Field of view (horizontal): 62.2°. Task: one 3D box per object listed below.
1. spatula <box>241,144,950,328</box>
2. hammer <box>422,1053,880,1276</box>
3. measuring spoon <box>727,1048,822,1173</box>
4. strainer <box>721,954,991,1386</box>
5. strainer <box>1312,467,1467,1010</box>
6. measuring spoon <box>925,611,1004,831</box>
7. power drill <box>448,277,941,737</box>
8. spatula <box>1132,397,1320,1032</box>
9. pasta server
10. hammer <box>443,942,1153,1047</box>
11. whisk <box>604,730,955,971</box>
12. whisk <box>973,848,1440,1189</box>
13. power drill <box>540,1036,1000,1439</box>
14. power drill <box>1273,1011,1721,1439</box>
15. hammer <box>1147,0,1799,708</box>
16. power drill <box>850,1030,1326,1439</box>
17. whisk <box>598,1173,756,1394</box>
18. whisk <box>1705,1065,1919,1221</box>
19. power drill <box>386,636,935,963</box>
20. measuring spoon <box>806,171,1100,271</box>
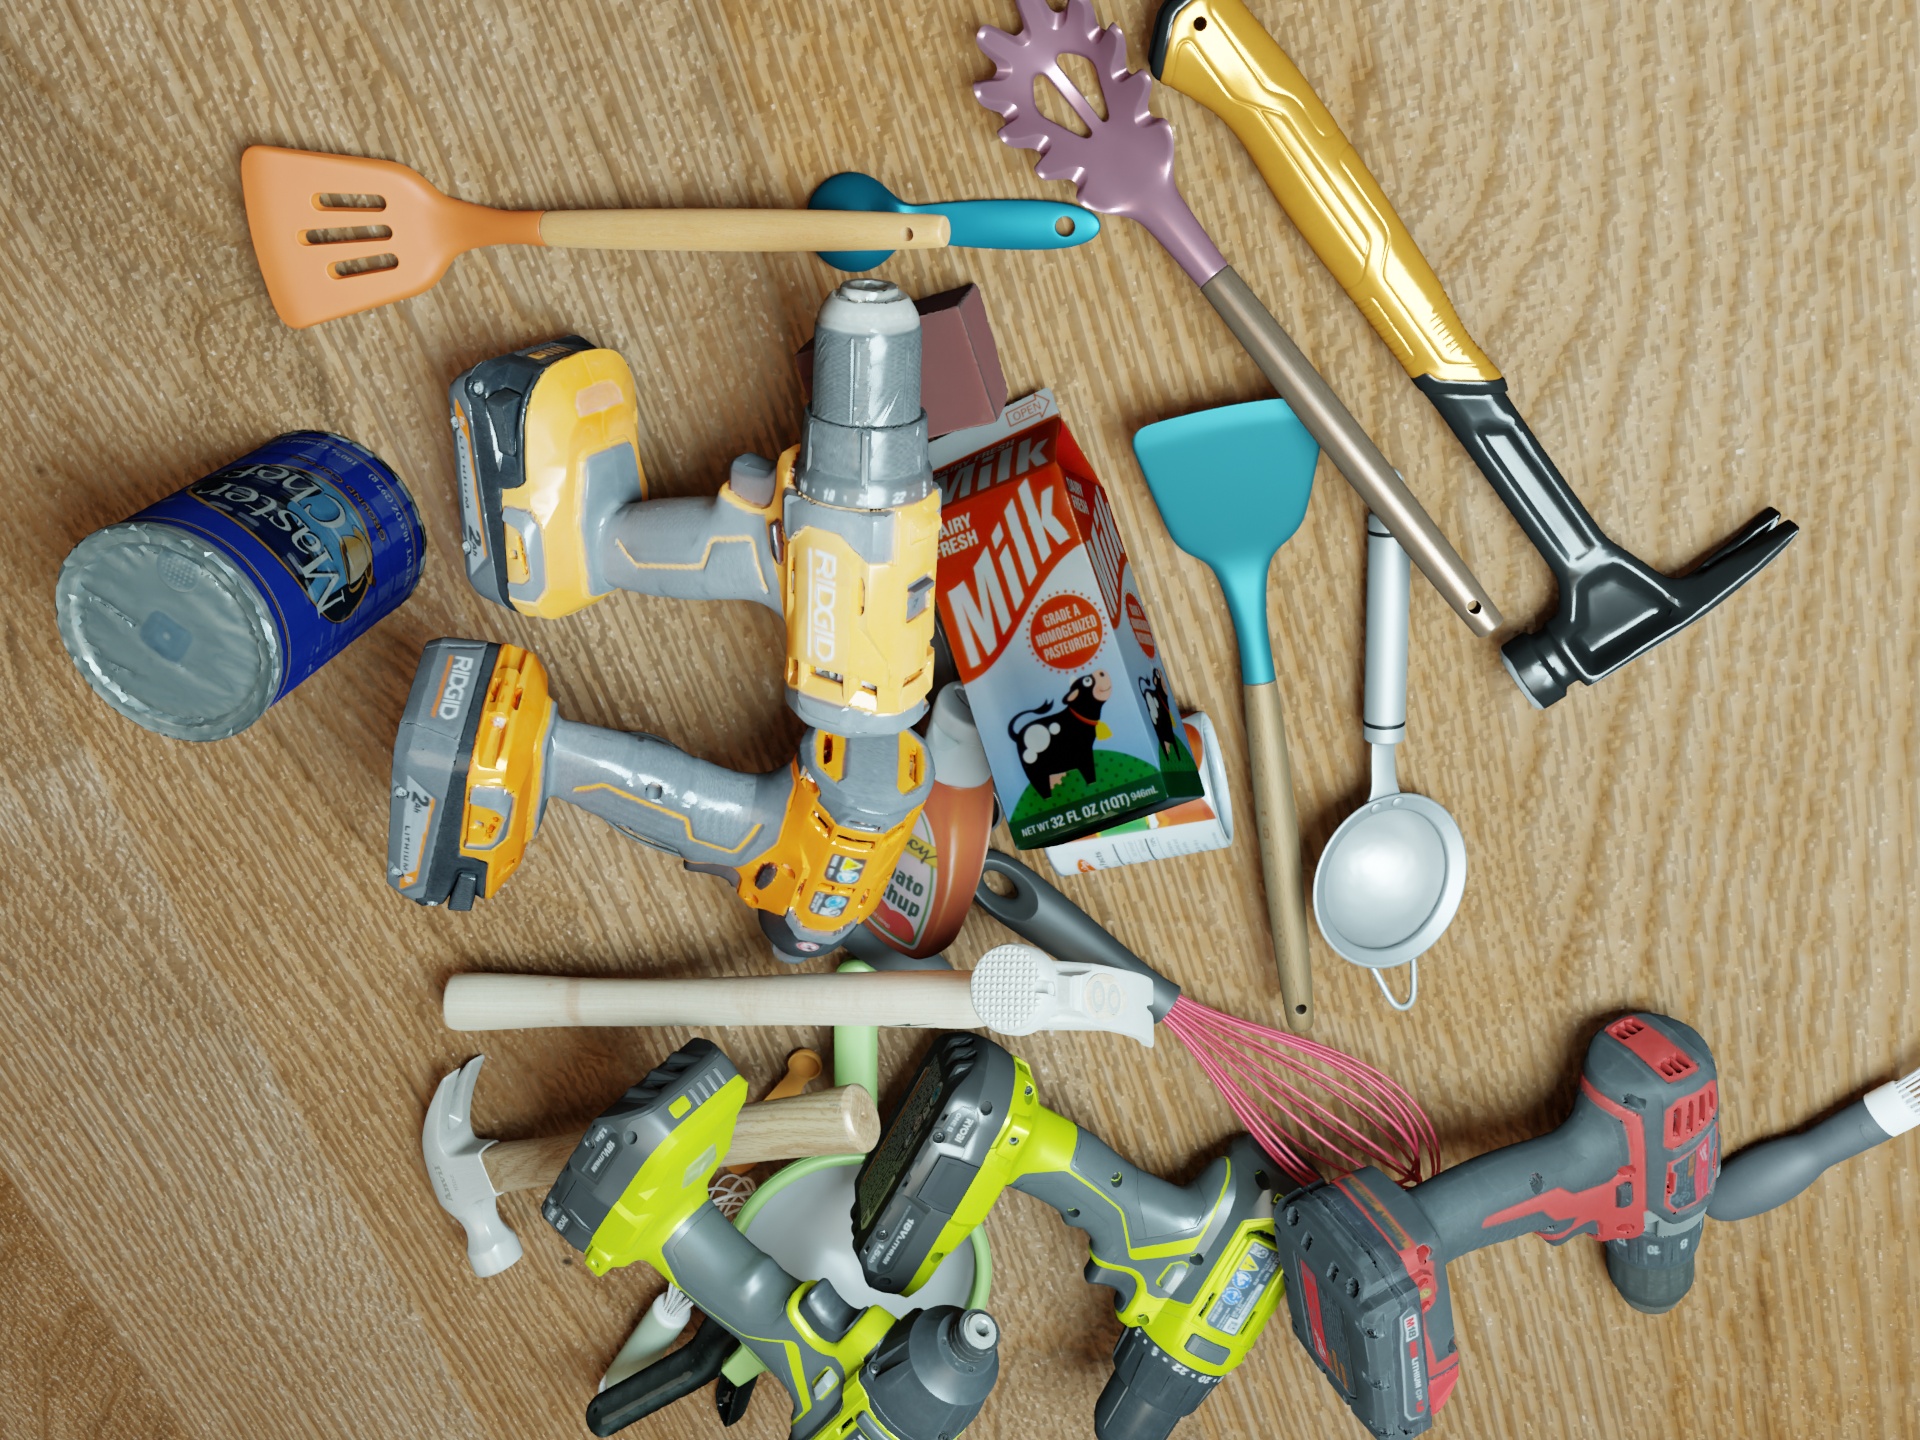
[{"bbox_3d":[-0.161,-0.208,0.682,0.323,0.041,0.081,6,118,19],"label":"spatula"},{"bbox_3d":[-0.184,0.237,0.889,0.331,0.031,0.130,-17,98,32],"label":"hammer"},{"bbox_3d":[-0.110,0.228,0.927,0.021,0.011,0.117,29,122,-7],"label":"measuring spoon"},{"bbox_3d":[-0.059,0.251,0.904,0.151,0.069,0.256,0,99,-4],"label":"strainer"},{"bbox_3d":[0.196,0.011,0.737,0.087,0.050,0.258,-11,111,-19],"label":"strainer"},{"bbox_3d":[-0.001,-0.003,0.786,0.034,0.018,0.124,-2,112,36],"label":"measuring spoon"},{"bbox_3d":[-0.109,-0.106,0.678,0.226,0.084,0.185,18,122,24],"label":"power drill"},{"bbox_3d":[0.141,0.009,0.734,0.082,0.044,0.317,-10,108,4],"label":"spatula"},{"bbox_3d":[0.119,-0.158,0.642,0.060,0.040,0.316,-38,94,19],"label":"pasta server"},{"bbox_3d":[-0.104,0.146,0.820,0.411,0.146,0.038,-6,73,31],"label":"hammer"},{"bbox_3d":[-0.099,0.080,0.829,0.239,0.055,0.055,35,118,-13],"label":"whisk"},{"bbox_3d":[0.122,0.157,0.818,0.296,0.073,0.073,36,118,-1],"label":"whisk"},{"bbox_3d":[-0.088,0.271,0.776,0.223,0.080,0.171,42,129,10],"label":"power drill"},{"bbox_3d":[0.278,0.262,0.787,0.226,0.080,0.187,-23,122,-13],"label":"power drill"},{"bbox_3d":[0.197,-0.163,0.649,0.127,0.034,0.336,-36,104,21],"label":"hammer"},{"bbox_3d":[0.060,0.282,0.847,0.228,0.080,0.190,27,99,-11],"label":"power drill"},{"bbox_3d":[-0.175,0.361,0.988,0.059,0.058,0.246,12,128,-29],"label":"whisk"},{"bbox_3d":[0.473,0.168,0.756,0.070,0.070,0.284,39,121,-10],"label":"whisk"},{"bbox_3d":[-0.141,0.050,0.738,0.226,0.084,0.164,11,137,-12],"label":"power drill"},{"bbox_3d":[-0.006,-0.209,0.674,0.128,0.021,0.042,4,117,11],"label":"measuring spoon"}]
